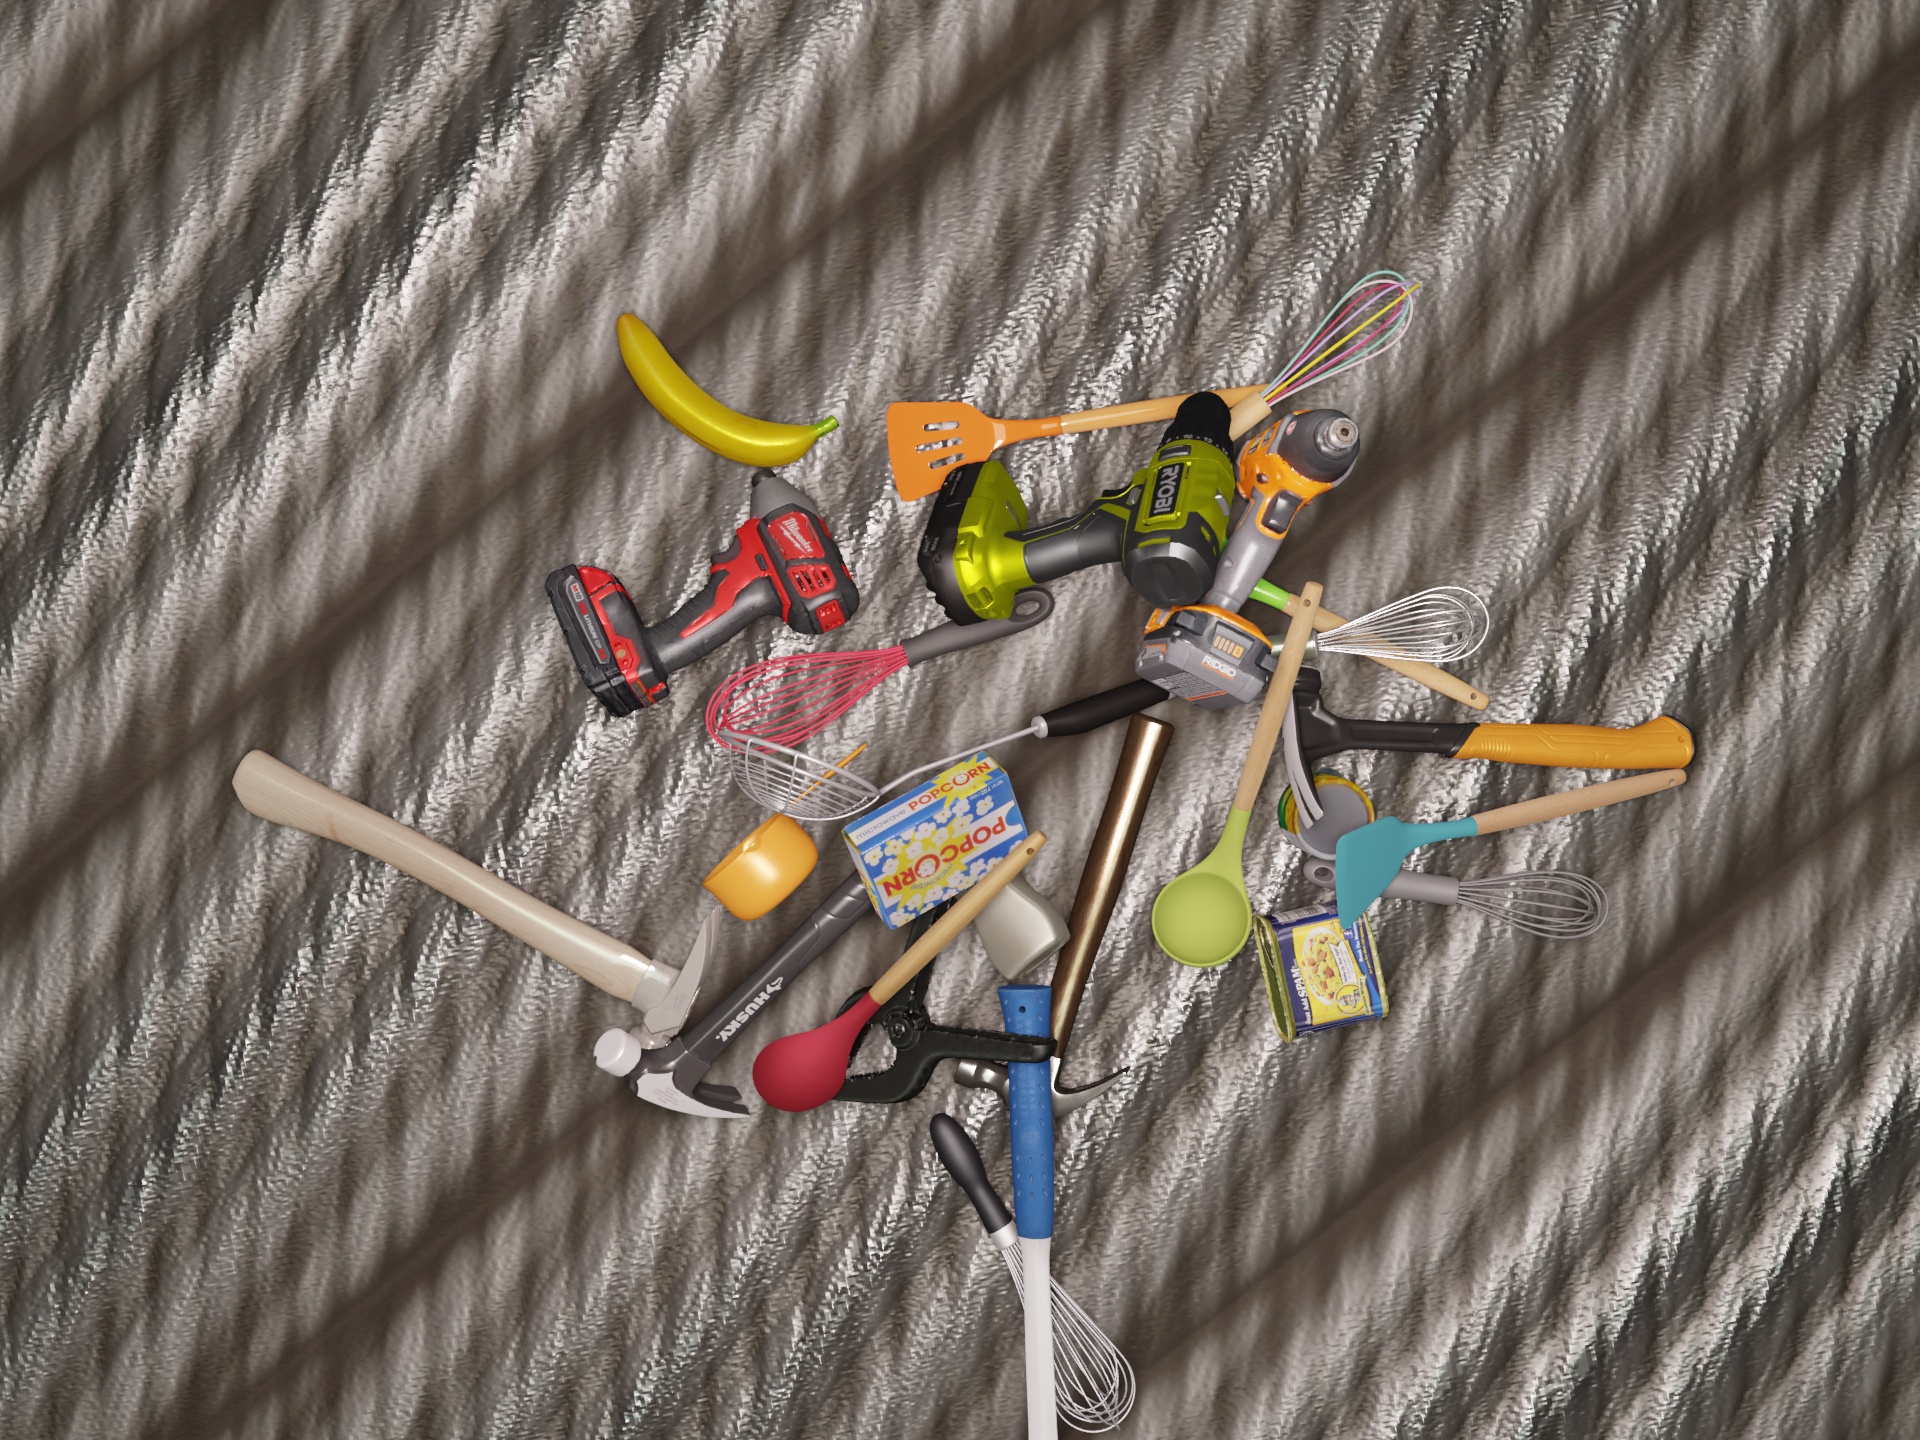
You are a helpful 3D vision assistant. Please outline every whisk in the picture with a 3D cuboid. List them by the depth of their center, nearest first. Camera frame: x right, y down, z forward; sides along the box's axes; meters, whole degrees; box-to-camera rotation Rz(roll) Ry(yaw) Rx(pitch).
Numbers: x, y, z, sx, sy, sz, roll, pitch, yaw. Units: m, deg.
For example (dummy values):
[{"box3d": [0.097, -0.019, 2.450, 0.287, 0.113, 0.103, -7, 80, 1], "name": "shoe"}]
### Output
[{"box3d": [0.255, -0.266, 1.247, 0.245, 0.047, 0.051, -37, 121, 14], "name": "whisk"}, {"box3d": [0.287, -0.063, 1.248, 0.246, 0.057, 0.059, -8, 82, 16], "name": "whisk"}, {"box3d": [-0.062, -0.045, 1.269, 0.296, 0.073, 0.073, -21, 91, -6], "name": "whisk"}, {"box3d": [0.394, 0.134, 1.271, 0.239, 0.055, 0.055, 8, 91, 5], "name": "whisk"}, {"box3d": [0.053, 0.441, 1.275, 0.070, 0.070, 0.284, -31, 86, 1], "name": "whisk"}]

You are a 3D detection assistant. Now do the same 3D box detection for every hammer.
[{"box3d": [0.064, 0.410, 1.230, 0.144, 0.035, 0.405, -3, 87, 15], "name": "hammer"}, {"box3d": [-0.118, 0.178, 1.238, 0.335, 0.035, 0.146, -44, 132, 1], "name": "hammer"}, {"box3d": [0.416, 0.023, 1.243, 0.337, 0.034, 0.127, 2, 65, -8], "name": "hammer"}, {"box3d": [0.106, 0.156, 1.265, 0.130, 0.031, 0.331, 19, 93, 11], "name": "hammer"}, {"box3d": [-0.390, 0.123, 1.268, 0.410, 0.038, 0.146, 28, 110, 3], "name": "hammer"}]

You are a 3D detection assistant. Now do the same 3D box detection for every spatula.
[{"box3d": [0.433, 0.084, 1.250, 0.317, 0.044, 0.082, -13, 115, -9], "name": "spatula"}, {"box3d": [0.102, -0.241, 1.280, 0.322, 0.041, 0.081, -9, 92, -3], "name": "spatula"}]

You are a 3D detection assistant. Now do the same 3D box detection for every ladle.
[{"box3d": [-0.046, 0.195, 1.214, 0.069, 0.031, 0.315, 41, 103, -15], "name": "ladle"}, {"box3d": [0.220, 0.047, 1.218, 0.078, 0.062, 0.320, 22, 113, 20], "name": "ladle"}]

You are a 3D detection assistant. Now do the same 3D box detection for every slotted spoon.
[{"box3d": [0.283, -0.082, 1.278, 0.313, 0.031, 0.070, 26, 91, -2], "name": "slotted spoon"}]

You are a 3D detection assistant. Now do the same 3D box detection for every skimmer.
[{"box3d": [-0.002, -0.004, 1.228, 0.363, 0.127, 0.090, -18, 92, -17], "name": "skimmer"}]

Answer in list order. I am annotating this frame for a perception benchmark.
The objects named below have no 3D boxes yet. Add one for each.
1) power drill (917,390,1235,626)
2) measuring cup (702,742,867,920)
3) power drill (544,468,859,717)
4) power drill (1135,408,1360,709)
[{"box3d": [0.096, -0.159, 1.193, 0.228, 0.080, 0.191, -8, 47, 29], "name": "power drill"}, {"box3d": [-0.124, 0.090, 1.267, 0.173, 0.095, 0.052, -42, 96, -17], "name": "measuring cup"}, {"box3d": [-0.203, -0.105, 1.251, 0.219, 0.078, 0.143, -25, 70, -4], "name": "power drill"}, {"box3d": [0.221, -0.126, 1.181, 0.084, 0.164, 0.226, 27, 84, -6], "name": "power drill"}]
